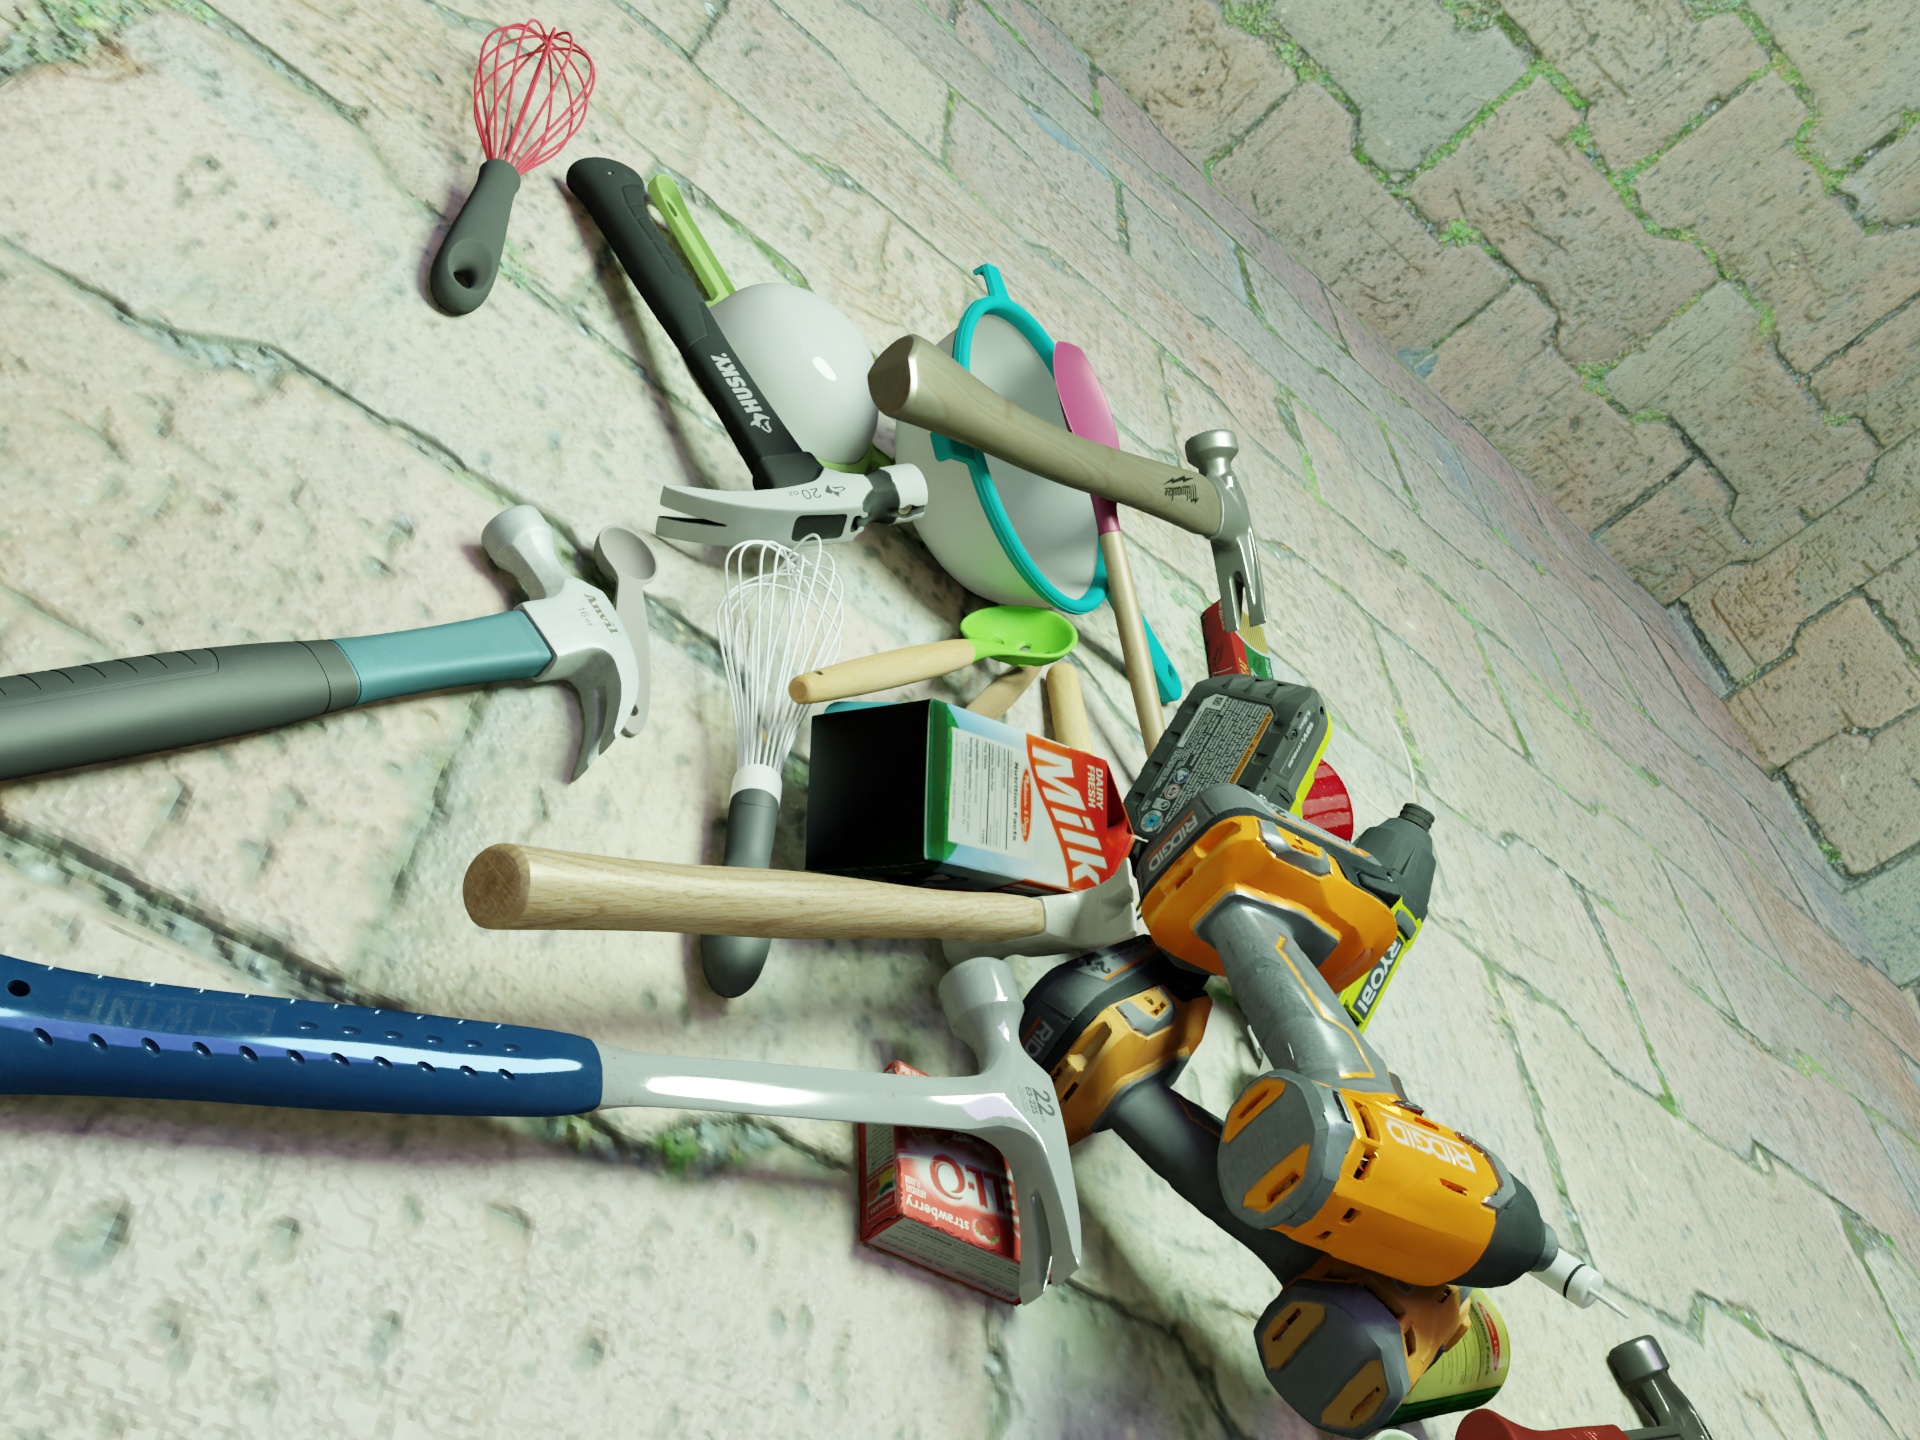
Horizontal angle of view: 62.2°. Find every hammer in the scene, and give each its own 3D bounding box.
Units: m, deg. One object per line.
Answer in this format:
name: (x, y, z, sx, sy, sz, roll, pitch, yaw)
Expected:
hammer: (-0.158, -0.222, 0.920, 0.146, 0.035, 0.335, -14, 56, -30)
hammer: (0.351, 0.405, 0.850, 0.358, 0.036, 0.149, 26, 34, -48)
hammer: (-0.115, 0.126, 0.540, 0.405, 0.035, 0.144, 16, 40, -38)
hammer: (-0.043, 0.074, 0.628, 0.331, 0.130, 0.031, 12, 67, -50)
hammer: (-0.241, -0.016, 0.582, 0.128, 0.033, 0.331, 53, 28, 11)
hammer: (0.084, -0.150, 0.994, 0.410, 0.038, 0.146, 7, 71, -54)

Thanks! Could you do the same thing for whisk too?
whisk: (-0.262, -0.322, 0.914, 0.073, 0.073, 0.296, 31, 39, -30)
whisk: (0.068, 0.039, 0.947, 0.051, 0.047, 0.245, 47, 21, -30)
whisk: (-0.093, 0.009, 0.740, 0.070, 0.070, 0.285, 33, 37, -27)

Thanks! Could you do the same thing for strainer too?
strainer: (0.047, -0.120, 1.078, 0.340, 0.095, 0.211, 54, 33, -38)
strainer: (-0.124, -0.272, 1.027, 0.151, 0.069, 0.256, -6, 61, -57)
strainer: (0.231, 0.237, 0.831, 0.259, 0.050, 0.086, 27, -16, 49)

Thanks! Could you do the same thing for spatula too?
spatula: (-0.001, -0.003, 0.895, 0.317, 0.044, 0.082, -41, 128, -70)

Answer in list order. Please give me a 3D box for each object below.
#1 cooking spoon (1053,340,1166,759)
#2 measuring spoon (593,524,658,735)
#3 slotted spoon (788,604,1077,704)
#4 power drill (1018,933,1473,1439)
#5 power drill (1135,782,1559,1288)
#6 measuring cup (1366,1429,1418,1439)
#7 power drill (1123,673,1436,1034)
cooking spoon: (0.104, -0.098, 1.049, 0.068, 0.017, 0.319, -1, 77, -56)
measuring spoon: (-0.160, -0.041, 0.752, 0.034, 0.018, 0.124, 24, 43, -38)
slotted spoon: (-0.011, -0.034, 0.852, 0.070, 0.031, 0.313, 18, 14, 20)
power drill: (0.140, 0.202, 0.739, 0.226, 0.084, 0.185, 42, 24, 24)
power drill: (0.170, 0.143, 0.702, 0.164, 0.084, 0.227, 26, 29, -25)
measuring cup: (0.215, 0.403, 0.701, 0.083, 0.038, 0.168, 5, 52, -53)
power drill: (0.193, 0.078, 0.905, 0.080, 0.171, 0.223, 15, -22, 47)
